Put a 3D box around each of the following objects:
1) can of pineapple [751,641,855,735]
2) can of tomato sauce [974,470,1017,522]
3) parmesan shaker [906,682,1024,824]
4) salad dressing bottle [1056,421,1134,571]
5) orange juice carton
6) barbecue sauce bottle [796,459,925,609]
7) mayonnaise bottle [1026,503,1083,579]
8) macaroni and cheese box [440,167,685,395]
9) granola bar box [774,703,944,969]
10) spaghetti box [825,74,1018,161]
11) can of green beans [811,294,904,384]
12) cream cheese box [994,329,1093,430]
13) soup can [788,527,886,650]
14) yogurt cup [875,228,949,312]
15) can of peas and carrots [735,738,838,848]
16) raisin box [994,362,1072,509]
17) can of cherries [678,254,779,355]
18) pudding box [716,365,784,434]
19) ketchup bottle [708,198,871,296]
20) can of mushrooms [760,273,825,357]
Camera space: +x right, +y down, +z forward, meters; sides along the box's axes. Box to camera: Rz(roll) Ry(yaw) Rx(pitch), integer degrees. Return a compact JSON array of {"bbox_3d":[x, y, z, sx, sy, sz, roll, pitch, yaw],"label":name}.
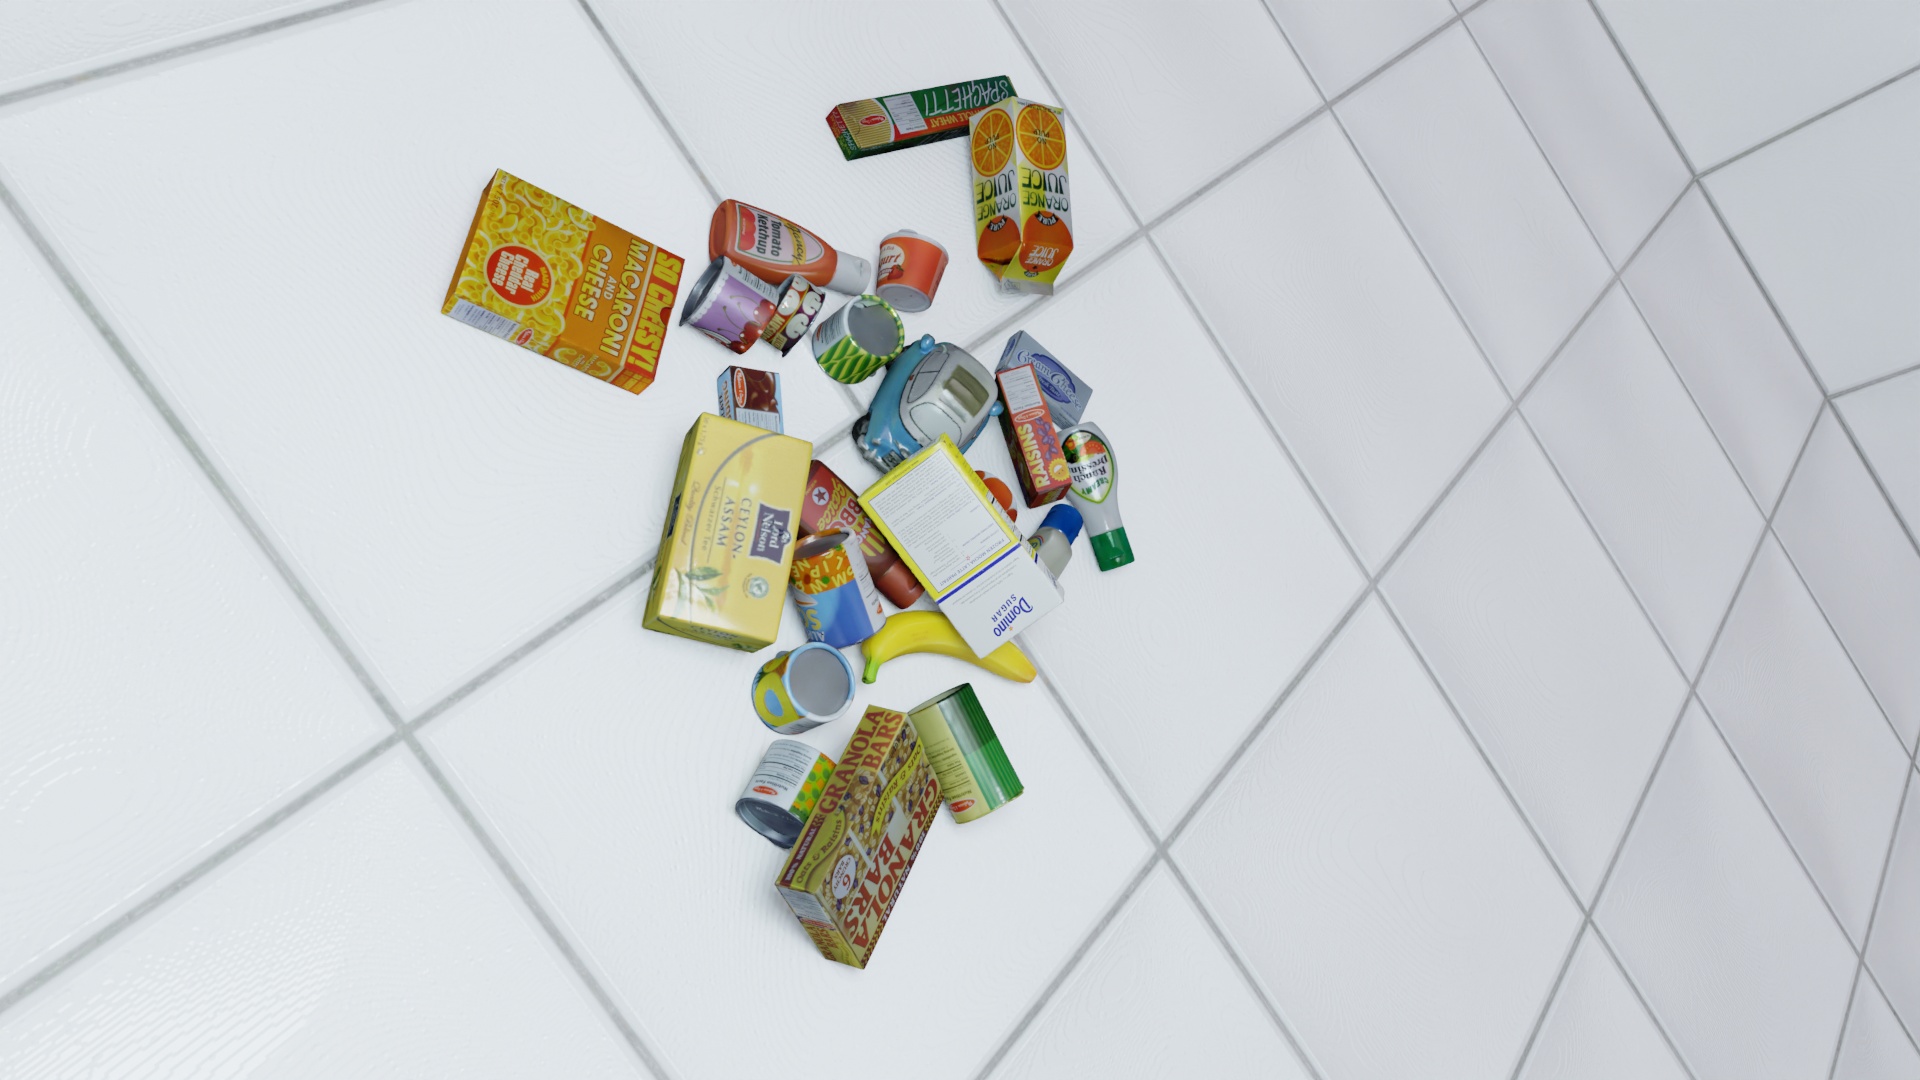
[{"bbox_3d":[-0.127,0.118,1.122,0.071,0.057,0.071,14,64,-32],"label":"can of pineapple"},{"bbox_3d":[0.005,-0.016,1.268,0.083,0.071,0.071,-40,99,-40],"label":"can of tomato sauce"},{"bbox_3d":[0.004,0.180,1.188,0.071,0.071,0.103,-26,89,-40],"label":"parmesan shaker"},{"bbox_3d":[0.135,-0.043,1.388,0.064,0.044,0.147,-19,90,-2],"label":"salad dressing bottle"},{"bbox_3d":[0.063,-0.348,1.427,0.072,0.073,0.192,0,85,-39],"label":"orange juice carton"},{"bbox_3d":[-0.093,0.000,1.204,0.148,0.043,0.065,43,60,-16],"label":"barbecue sauce bottle"},{"bbox_3d":[0.071,0.023,1.310,0.041,0.064,0.149,49,47,-16],"label":"mayonnaise bottle"},{"bbox_3d":[-0.315,-0.206,1.118,0.166,0.040,0.124,23,61,-29],"label":"macaroni and cheese box"},{"bbox_3d":[-0.073,0.232,1.090,0.166,0.039,0.123,-63,149,-35],"label":"granola bar box"},{"bbox_3d":[-0.030,-0.438,1.432,0.251,0.028,0.050,-26,89,-40],"label":"spaghetti box"},{"bbox_3d":[-0.093,-0.183,1.266,0.071,0.057,0.071,14,65,-33],"label":"can of green beans"},{"bbox_3d":[0.086,-0.162,1.414,0.103,0.024,0.053,38,54,-20],"label":"cream cheese box"},{"bbox_3d":[-0.108,0.041,1.148,0.072,0.071,0.083,-34,113,-40],"label":"soup can"},{"bbox_3d":[-0.049,-0.254,1.324,0.072,0.072,0.054,22,69,-29],"label":"yogurt cup"},{"bbox_3d":[-0.132,0.198,1.084,0.071,0.070,0.059,41,52,-18],"label":"can of peas and carrots"},{"bbox_3d":[0.067,-0.099,1.333,0.040,0.086,0.123,-17,82,-6],"label":"raisin box"},{"bbox_3d":[-0.198,-0.199,1.190,0.058,0.071,0.072,31,57,-26],"label":"can of cherries"},{"bbox_3d":[-0.178,-0.104,1.188,0.050,0.030,0.084,5,70,-34],"label":"pudding box"},{"bbox_3d":[-0.153,-0.258,1.260,0.149,0.043,0.065,12,66,-34],"label":"ketchup bottle"},{"bbox_3d":[-0.152,-0.198,1.222,0.033,0.071,0.071,34,55,-22],"label":"can of mushrooms"}]
